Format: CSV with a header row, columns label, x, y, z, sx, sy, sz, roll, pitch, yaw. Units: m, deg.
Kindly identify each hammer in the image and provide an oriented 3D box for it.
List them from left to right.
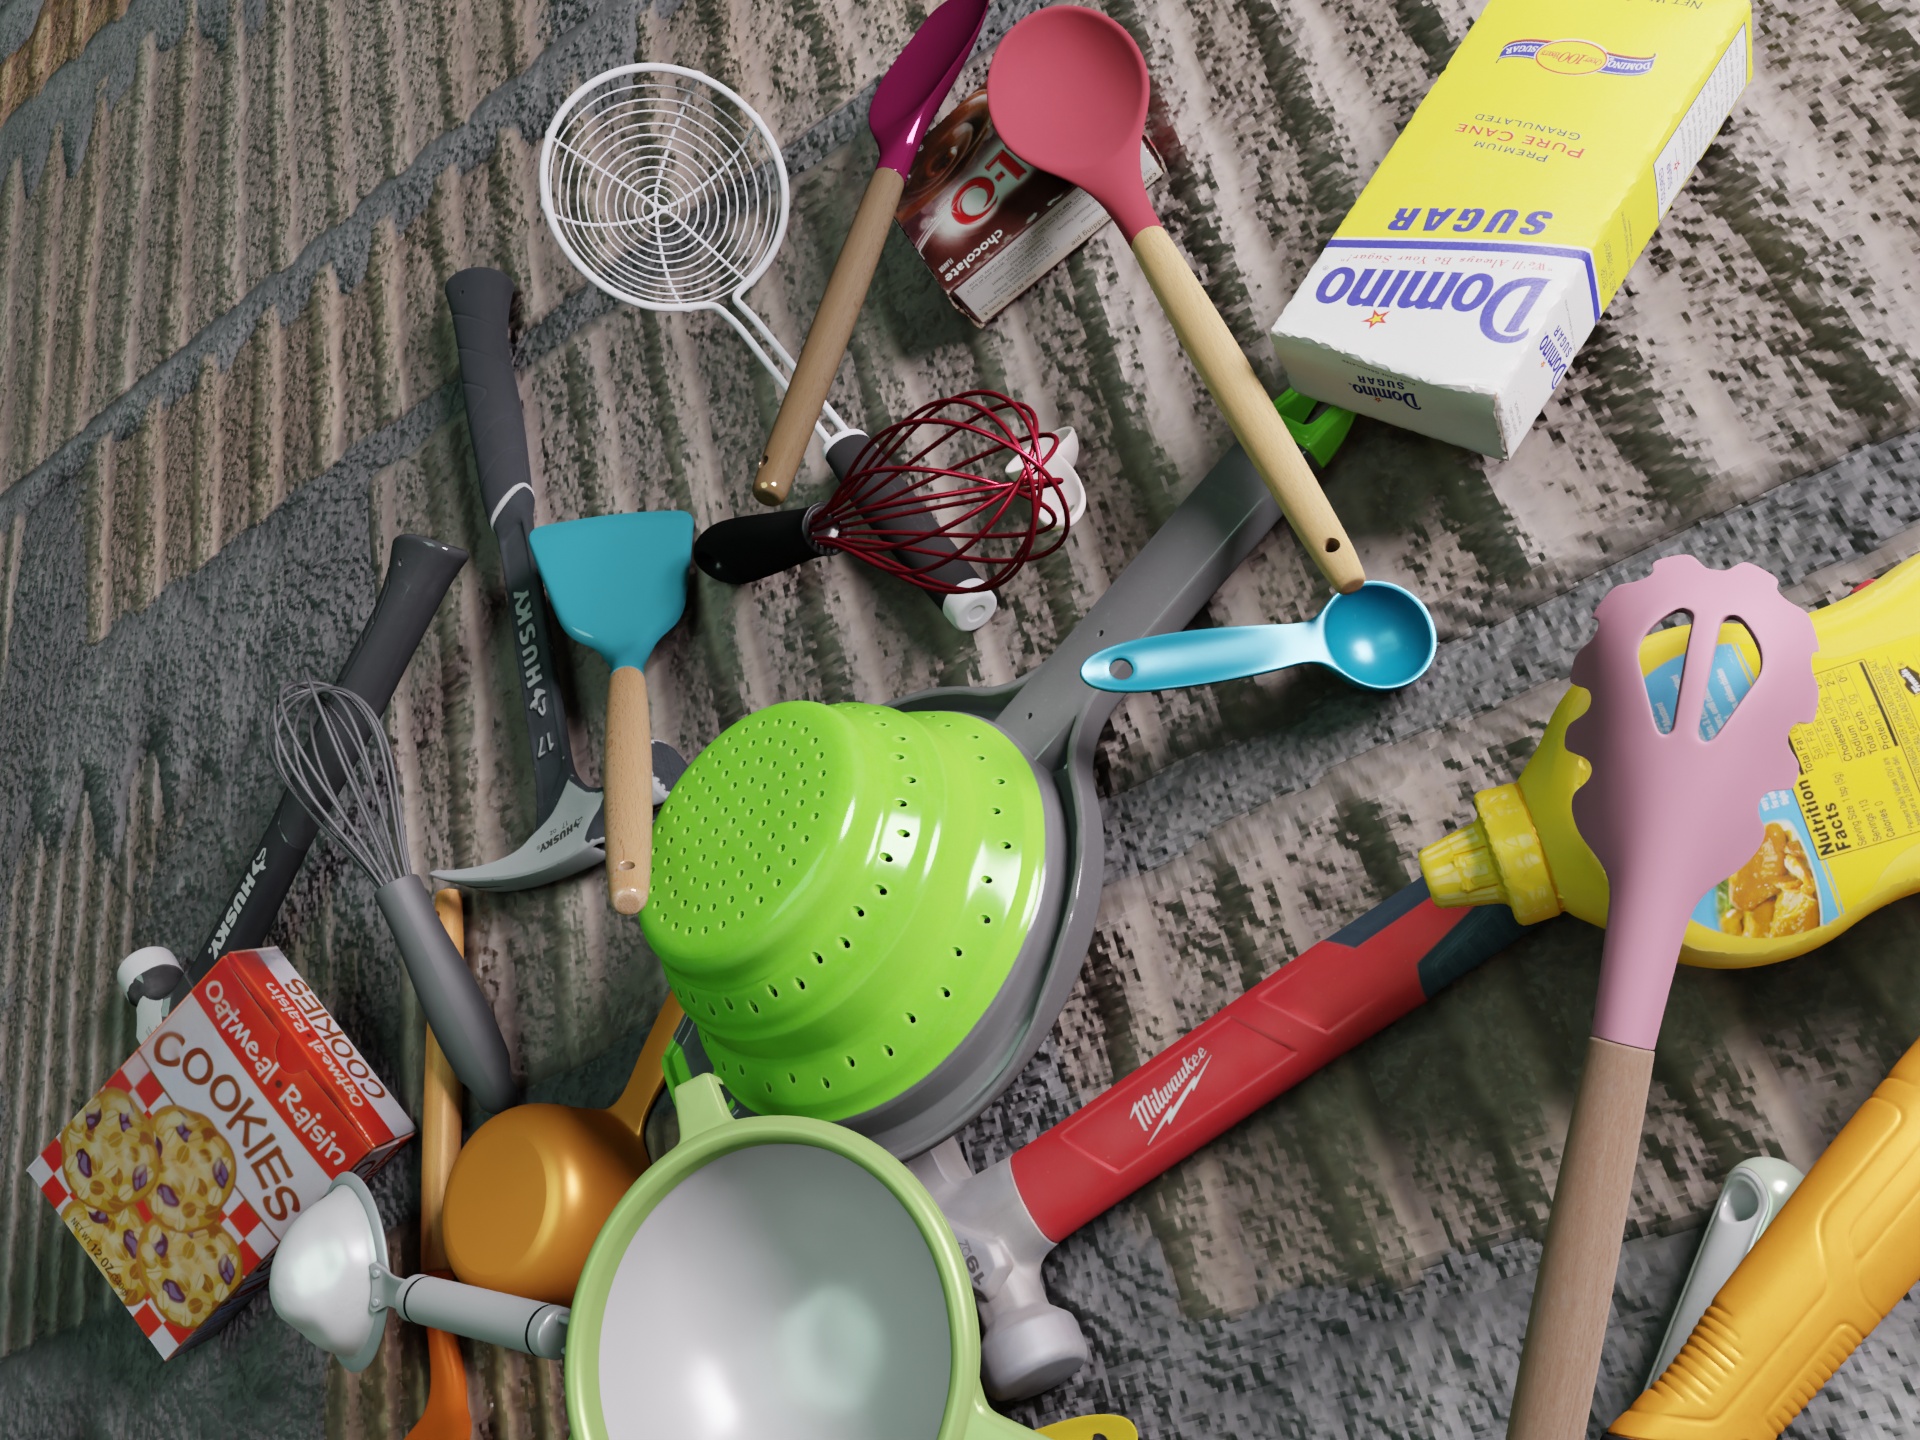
label,x,y,z,sx,sy,sz,roll,pitch,yaw
hammer,-0.349,0.049,0.850,0.146,0.035,0.334,37,101,37
hammer,-0.242,-0.095,0.857,0.149,0.036,0.409,-31,57,21
hammer,0.133,0.071,0.540,0.386,0.038,0.143,-38,54,16
hammer,0.198,0.168,0.420,0.127,0.034,0.337,42,86,23

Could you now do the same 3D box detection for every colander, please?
label,x,y,z,sx,sy,sz,roll,pitch,yaw
colander,-0.001,-0.002,0.602,0.397,0.094,0.205,-49,39,2

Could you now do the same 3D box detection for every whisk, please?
label,x,y,z,sx,sy,sz,roll,pitch,yaw
whisk,-0.269,0.080,0.762,0.055,0.055,0.239,-33,79,19
whisk,-0.047,-0.082,0.656,0.296,0.073,0.073,-1,70,59
whisk,0.183,0.236,0.440,0.246,0.059,0.058,-64,12,-8

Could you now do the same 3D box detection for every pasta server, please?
label,x,y,z,sx,sy,sz,roll,pitch,yaw
pasta server,0.161,0.108,0.400,0.060,0.040,0.316,11,86,24

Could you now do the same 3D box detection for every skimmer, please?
label,x,y,z,sx,sy,sz,roll,pitch,yaw
skimmer,-0.087,-0.185,0.752,0.127,0.090,0.364,-27,56,-14

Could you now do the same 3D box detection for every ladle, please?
label,x,y,z,sx,sy,sz,roll,pitch,yaw
ladle,0.085,-0.173,0.626,0.069,0.031,0.316,-27,60,10

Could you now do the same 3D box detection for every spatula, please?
label,x,y,z,sx,sy,sz,roll,pitch,yaw
spatula,-0.248,0.228,0.731,0.081,0.041,0.323,-28,57,36
spatula,-0.146,-0.015,0.679,0.082,0.044,0.318,-8,27,-9

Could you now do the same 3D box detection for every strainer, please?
label,x,y,z,sx,sy,sz,roll,pitch,yaw
strainer,-0.232,0.239,0.664,0.258,0.050,0.087,-9,81,42
strainer,-0.008,0.226,0.522,0.256,0.069,0.151,14,78,24

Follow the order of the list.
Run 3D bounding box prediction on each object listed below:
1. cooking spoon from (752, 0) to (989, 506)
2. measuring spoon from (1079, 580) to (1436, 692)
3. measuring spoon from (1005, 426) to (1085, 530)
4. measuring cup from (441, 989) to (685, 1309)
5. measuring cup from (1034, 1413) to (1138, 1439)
label,x,y,z,sx,sy,sz,roll,pitch,yaw
cooking spoon,-0.039,-0.223,0.710,0.069,0.017,0.319,-13,50,42
measuring spoon,0.106,-0.022,0.572,0.128,0.021,0.042,-7,71,-3
measuring spoon,0.040,-0.092,0.641,0.034,0.018,0.124,-32,21,10
measuring cup,-0.163,0.173,0.688,0.095,0.052,0.173,28,91,38
measuring cup,-0.001,0.274,0.560,0.156,0.029,0.062,-29,59,19
